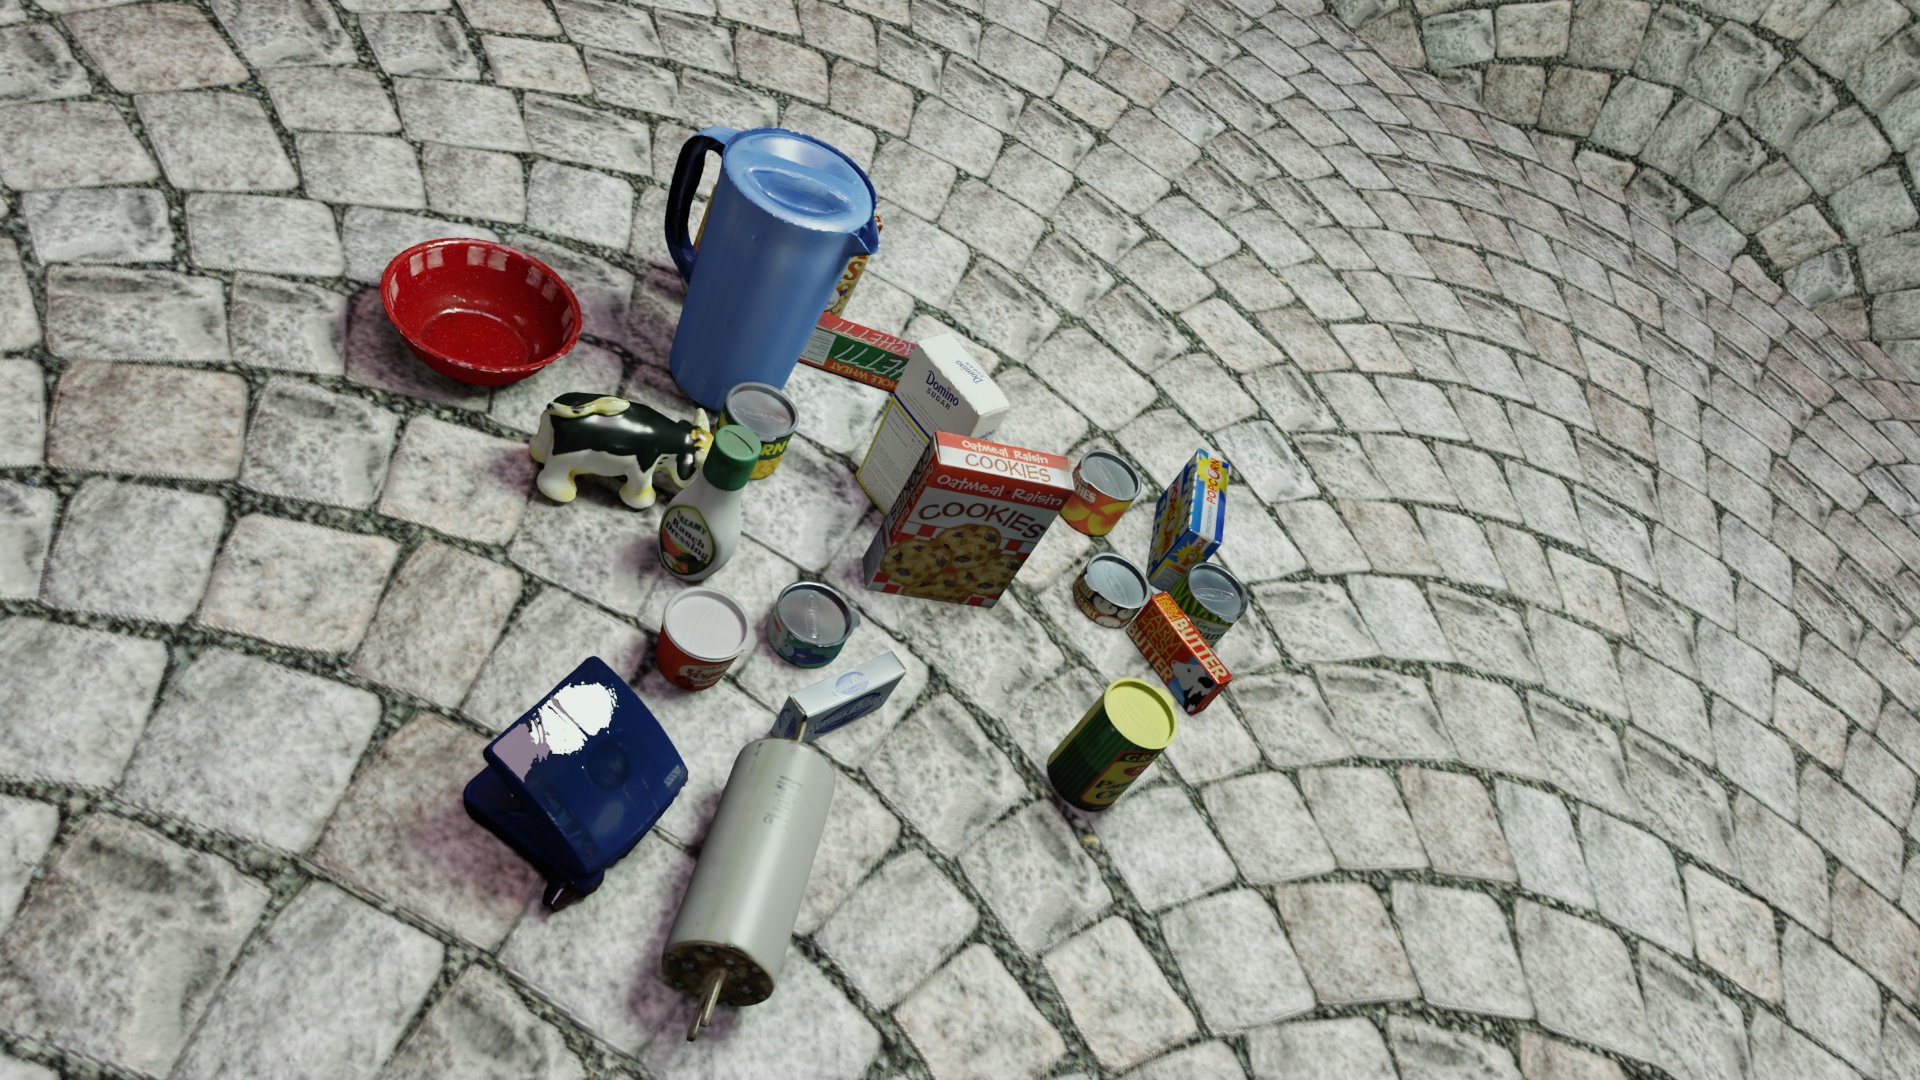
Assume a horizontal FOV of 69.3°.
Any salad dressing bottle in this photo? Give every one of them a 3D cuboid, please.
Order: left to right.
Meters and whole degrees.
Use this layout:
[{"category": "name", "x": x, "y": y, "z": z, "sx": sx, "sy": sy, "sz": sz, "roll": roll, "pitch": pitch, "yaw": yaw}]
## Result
[{"category": "salad dressing bottle", "x": -0.195, "y": -0.029, "z": 1.087, "sx": 0.064, "sy": 0.146, "sz": 0.044, "roll": 40, "pitch": 43, "yaw": 8}]

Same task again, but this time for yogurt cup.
[{"category": "yogurt cup", "x": -0.198, "y": 0.077, "z": 1.055, "sx": 0.072, "sy": 0.053, "sz": 0.073, "roll": 16, "pitch": 44, "yaw": -17}]

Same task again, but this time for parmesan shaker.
[{"category": "parmesan shaker", "x": 0.124, "y": 0.166, "z": 1.124, "sx": 0.071, "sy": 0.102, "sz": 0.072, "roll": 16, "pitch": 44, "yaw": -17}]

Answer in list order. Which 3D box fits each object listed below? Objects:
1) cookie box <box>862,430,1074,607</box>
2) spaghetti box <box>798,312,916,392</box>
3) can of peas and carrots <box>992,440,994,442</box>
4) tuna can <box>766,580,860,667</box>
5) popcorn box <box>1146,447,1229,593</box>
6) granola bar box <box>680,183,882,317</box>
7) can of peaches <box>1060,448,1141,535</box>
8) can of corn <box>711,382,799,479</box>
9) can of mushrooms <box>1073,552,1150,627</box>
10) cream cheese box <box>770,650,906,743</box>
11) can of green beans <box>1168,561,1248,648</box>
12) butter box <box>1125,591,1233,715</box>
[{"category": "cookie box", "x": 0.004, "y": -0.015, "z": 1.175, "sx": 0.123, "sy": 0.166, "sz": 0.040, "roll": 10, "pitch": 47, "yaw": -23}, {"category": "spaghetti box", "x": -0.102, "y": -0.184, "z": 1.359, "sx": 0.250, "sy": 0.050, "sz": 0.029, "roll": 17, "pitch": 44, "yaw": -16}, {"category": "can of peas and carrots", "x": -0.009, "y": -0.072, "z": 1.302, "sx": 0.071, "sy": 0.058, "sz": 0.071, "roll": 16, "pitch": 44, "yaw": -17}, {"category": "tuna can", "x": -0.120, "y": 0.068, "z": 1.125, "sx": 0.071, "sy": 0.032, "sz": 0.071, "roll": 16, "pitch": 44, "yaw": -17}, {"category": "popcorn box", "x": 0.224, "y": -0.018, "z": 1.369, "sx": 0.038, "sy": 0.084, "sz": 0.127, "roll": 25, "pitch": 43, "yaw": -8}, {"category": "granola bar box", "x": -0.174, "y": -0.278, "z": 1.350, "sx": 0.166, "sy": 0.123, "sz": 0.039, "roll": -1, "pitch": 52, "yaw": -31}, {"category": "can of peaches", "x": 0.133, "y": -0.047, "z": 1.362, "sx": 0.071, "sy": 0.057, "sz": 0.071, "roll": 16, "pitch": 44, "yaw": -17}, {"category": "can of corn", "x": -0.182, "y": -0.094, "z": 1.221, "sx": 0.071, "sy": 0.058, "sz": 0.071, "roll": 16, "pitch": 44, "yaw": -17}, {"category": "can of mushrooms", "x": 0.139, "y": 0.046, "z": 1.296, "sx": 0.071, "sy": 0.033, "sz": 0.071, "roll": 16, "pitch": 44, "yaw": -17}, {"category": "cream cheese box", "x": -0.094, "y": 0.124, "z": 1.072, "sx": 0.104, "sy": 0.053, "sz": 0.024, "roll": -21, "pitch": 63, "yaw": -41}, {"category": "can of green beans", "x": 0.229, "y": 0.063, "z": 1.315, "sx": 0.071, "sy": 0.057, "sz": 0.071, "roll": 16, "pitch": 44, "yaw": -17}, {"category": "butter box", "x": 0.198, "y": 0.102, "z": 1.264, "sx": 0.024, "sy": 0.052, "sz": 0.104, "roll": -15, "pitch": 60, "yaw": -39}]
